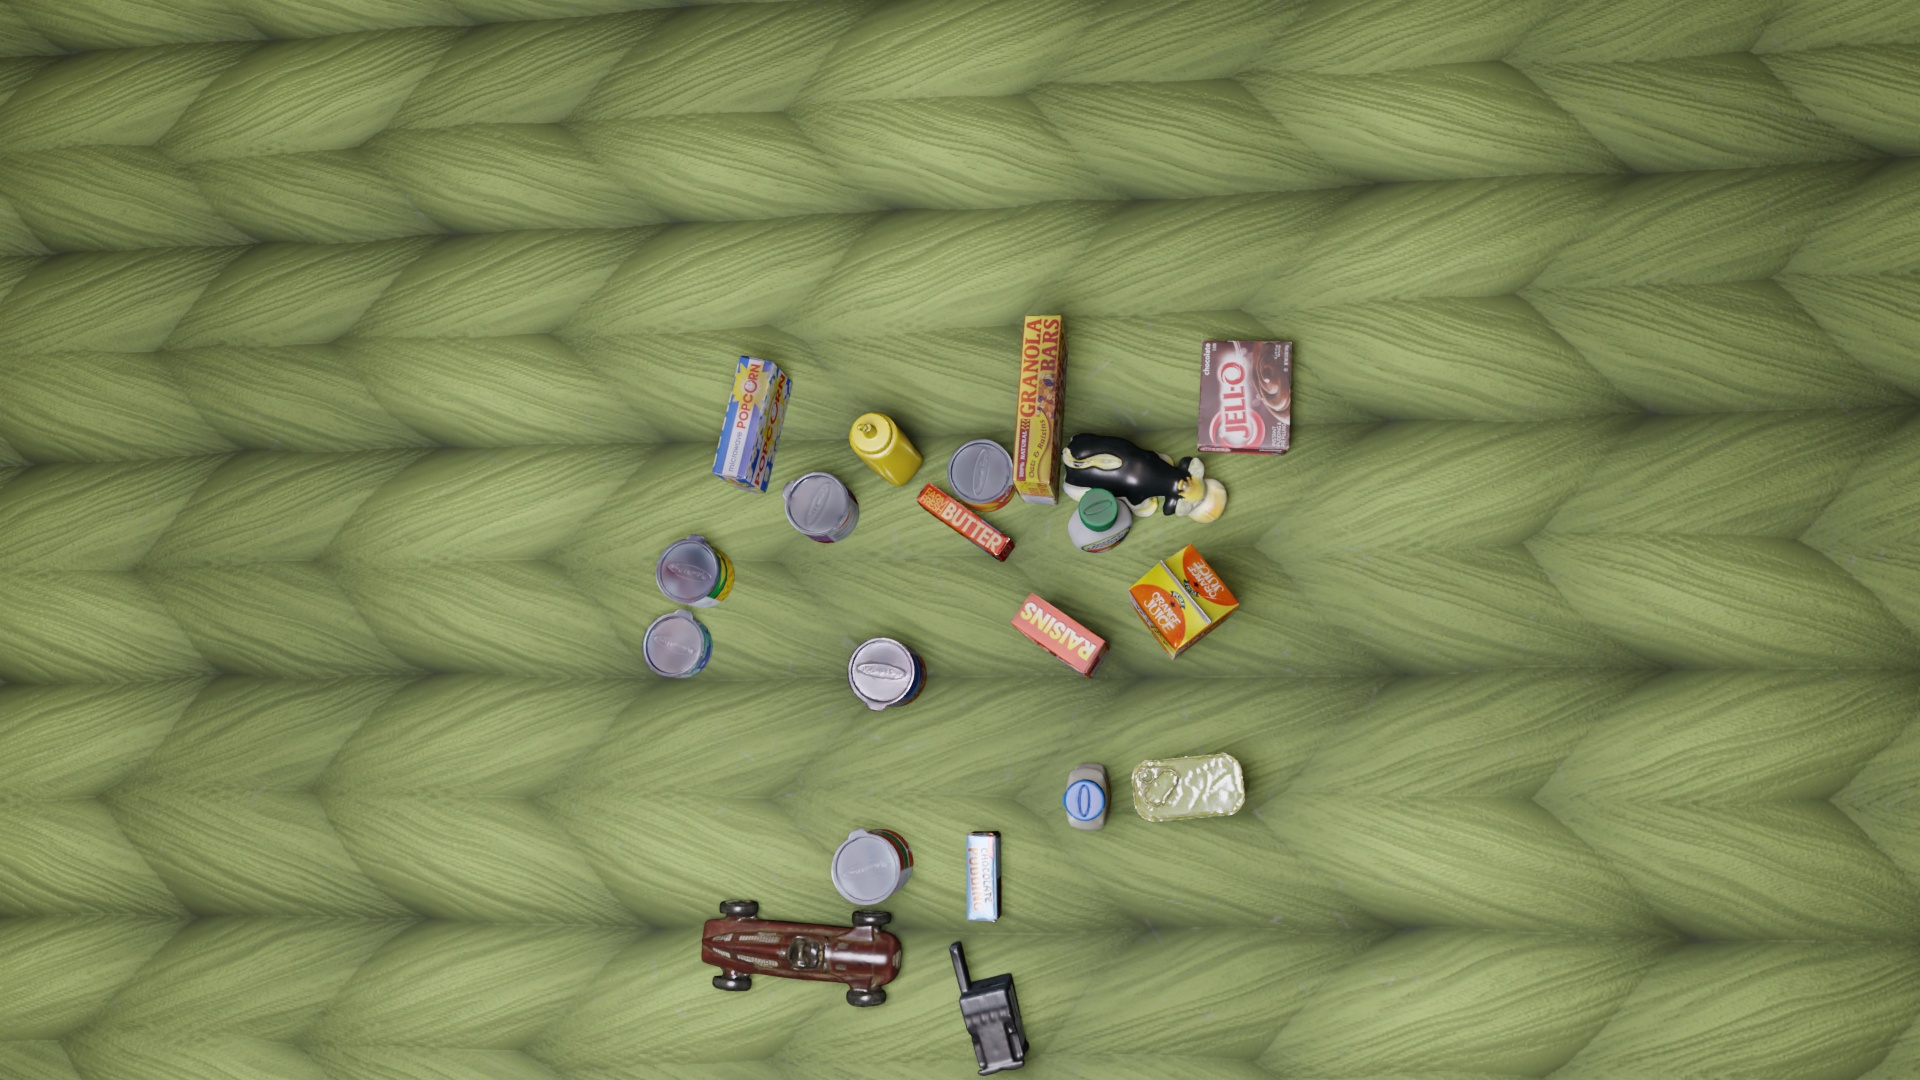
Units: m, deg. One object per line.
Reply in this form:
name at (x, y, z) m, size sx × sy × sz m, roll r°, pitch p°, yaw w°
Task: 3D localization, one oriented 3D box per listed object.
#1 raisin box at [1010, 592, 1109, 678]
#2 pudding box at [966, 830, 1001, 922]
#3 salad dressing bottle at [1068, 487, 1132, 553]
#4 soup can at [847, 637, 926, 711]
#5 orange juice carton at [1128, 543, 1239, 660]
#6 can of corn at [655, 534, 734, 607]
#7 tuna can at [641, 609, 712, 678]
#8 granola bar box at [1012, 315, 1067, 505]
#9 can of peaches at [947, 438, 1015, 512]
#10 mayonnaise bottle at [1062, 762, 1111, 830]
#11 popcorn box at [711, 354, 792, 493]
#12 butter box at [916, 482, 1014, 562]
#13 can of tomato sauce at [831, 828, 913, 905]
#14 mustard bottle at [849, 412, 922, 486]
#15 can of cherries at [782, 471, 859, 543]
raisin box at (0.097, 0.094, 1.343) m, size 0.086 × 0.123 × 0.040 m, roll 34°, pitch 87°, yaw 11°
pudding box at (0.023, 0.326, 1.352) m, size 0.030 × 0.049 × 0.084 m, roll -2°, pitch 81°, yaw 7°
salad dressing bottle at (0.134, -0.020, 1.344) m, size 0.064 × 0.147 × 0.044 m, roll -22°, pitch 79°, yaw 4°
soup can at (-0.072, 0.135, 1.378) m, size 0.071 × 0.083 × 0.071 m, roll -1°, pitch 81°, yaw 7°
orange juice carton at (0.208, 0.058, 1.299) m, size 0.073 × 0.192 × 0.072 m, roll -37°, pitch 79°, yaw 1°
can of corn at (-0.272, 0.032, 1.432) m, size 0.071 × 0.058 × 0.071 m, roll -1°, pitch 81°, yaw 7°
tuna can at (-0.291, 0.107, 1.436) m, size 0.071 × 0.033 × 0.071 m, roll -1°, pitch 81°, yaw 7°
granola bar box at (0.080, -0.127, 1.380) m, size 0.039 × 0.124 × 0.165 m, roll 3°, pitch 82°, yaw 8°
can of peaches at (0.025, -0.064, 1.410) m, size 0.071 × 0.058 × 0.071 m, roll -1°, pitch 81°, yaw 7°
mayonnaise bottle at (0.120, 0.242, 1.303) m, size 0.041 × 0.148 × 0.065 m, roll 0°, pitch 82°, yaw 7°
popcorn box at (-0.214, -0.118, 1.435) m, size 0.038 × 0.085 × 0.127 m, roll 11°, pitch 83°, yaw 9°
butter box at (0.005, -0.018, 1.408) m, size 0.103 × 0.053 × 0.024 m, roll 35°, pitch 87°, yaw 11°
can of tomato sauce at (-0.085, 0.314, 1.351) m, size 0.071 × 0.083 × 0.071 m, roll -1°, pitch 81°, yaw 7°
mustard bottle at (-0.078, -0.095, 1.376) m, size 0.065 × 0.160 × 0.049 m, roll 41°, pitch 88°, yaw 11°
can of cherries at (-0.143, -0.035, 1.427) m, size 0.071 × 0.058 × 0.071 m, roll -1°, pitch 81°, yaw 7°
